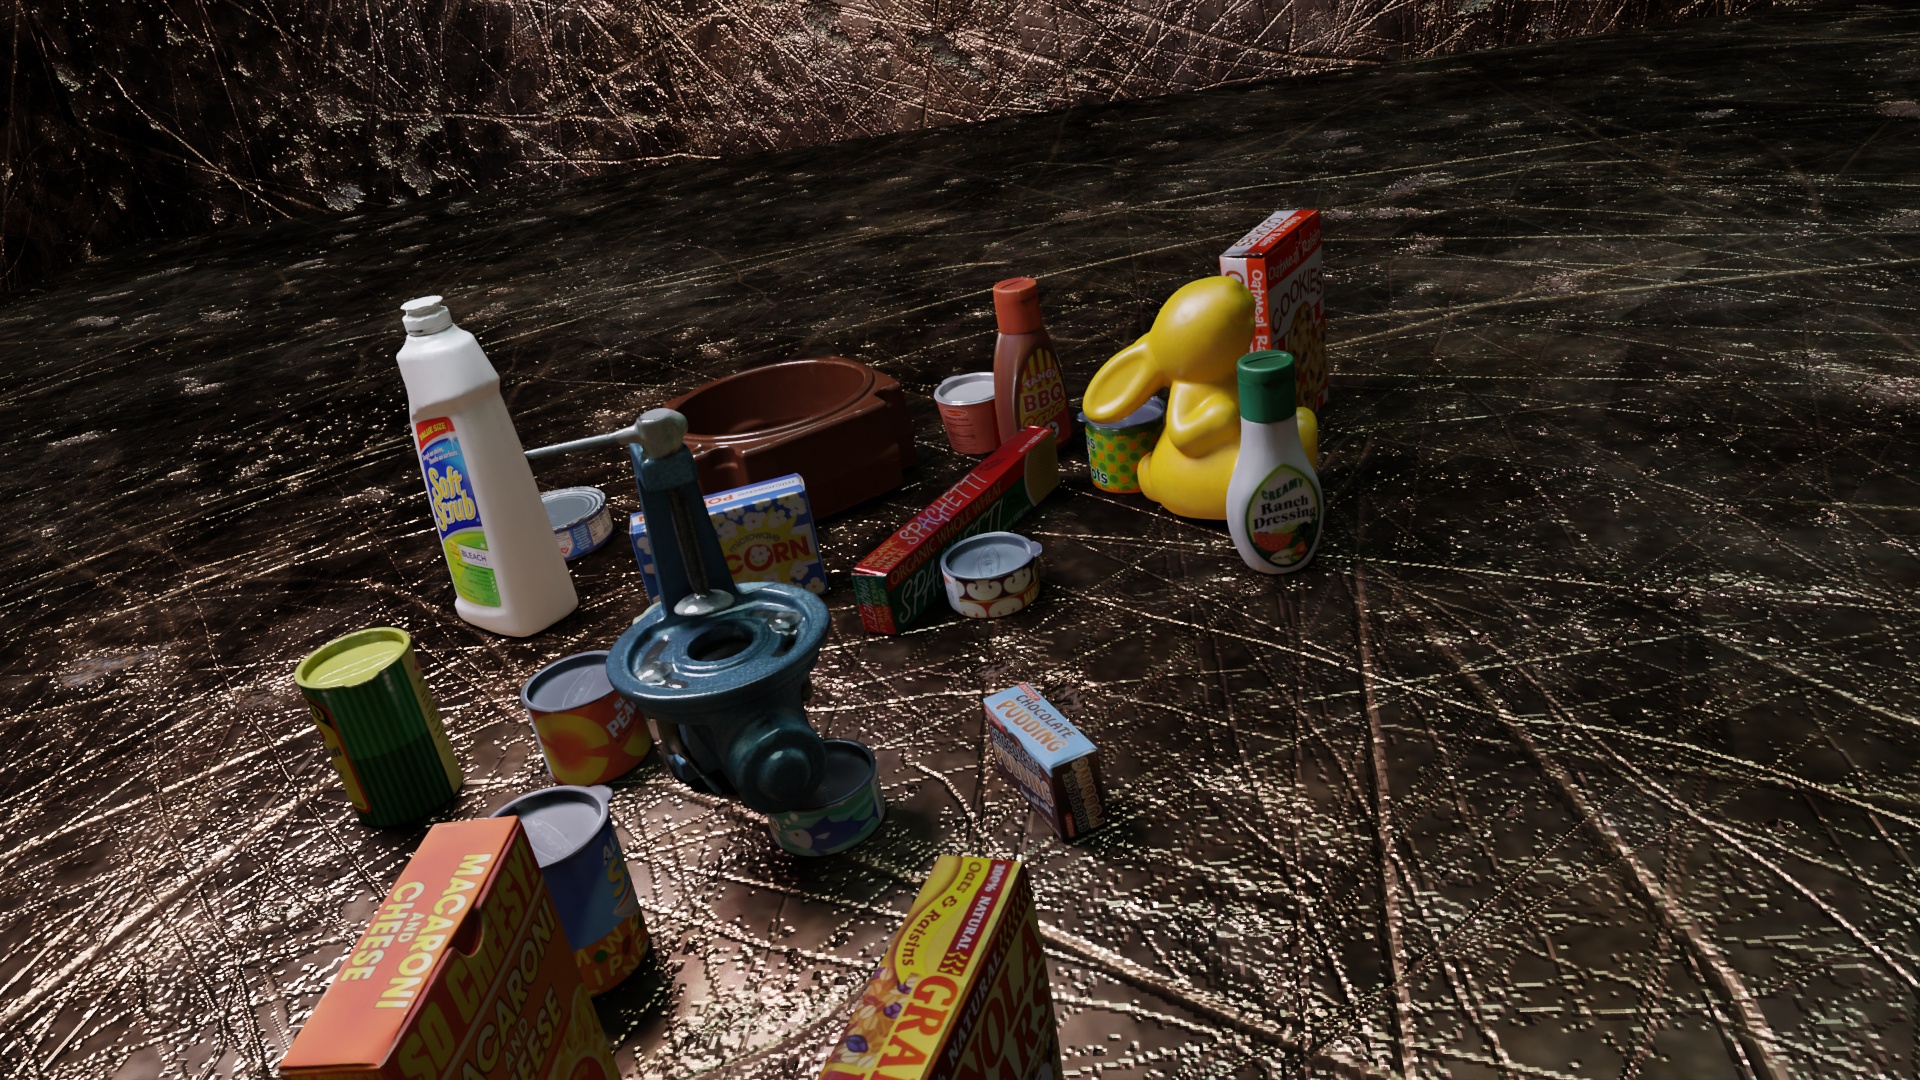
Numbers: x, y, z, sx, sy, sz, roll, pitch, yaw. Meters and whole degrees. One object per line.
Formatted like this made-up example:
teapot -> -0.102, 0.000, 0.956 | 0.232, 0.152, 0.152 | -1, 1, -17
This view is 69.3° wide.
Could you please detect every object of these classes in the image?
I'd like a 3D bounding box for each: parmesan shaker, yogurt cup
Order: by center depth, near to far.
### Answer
parmesan shaker -> -0.349, 0.114, 0.838 | 0.071, 0.102, 0.071 | -8, 26, 4
yogurt cup -> 0.015, -0.110, 1.215 | 0.072, 0.053, 0.073 | -8, 26, 4

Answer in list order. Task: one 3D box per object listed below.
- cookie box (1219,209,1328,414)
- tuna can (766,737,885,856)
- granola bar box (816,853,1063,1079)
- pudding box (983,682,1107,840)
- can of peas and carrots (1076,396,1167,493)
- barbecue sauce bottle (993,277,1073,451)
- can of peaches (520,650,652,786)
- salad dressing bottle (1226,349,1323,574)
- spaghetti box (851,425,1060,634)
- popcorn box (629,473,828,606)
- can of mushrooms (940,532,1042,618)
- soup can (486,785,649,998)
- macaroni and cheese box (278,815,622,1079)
cookie box -> 0.256, -0.168, 1.116 | 0.040, 0.166, 0.123 | 7, 31, 32
tuna can -> -0.078, 0.142, 0.765 | 0.071, 0.032, 0.071 | -8, 26, 4
granola bar box -> -0.009, 0.213, 0.493 | 0.039, 0.123, 0.166 | 1, 28, 22
pudding box -> 0.045, 0.117, 0.750 | 0.030, 0.049, 0.084 | -19, 27, -18
can of peas and carrots -> 0.131, -0.076, 1.099 | 0.071, 0.058, 0.071 | -8, 26, 4
barbecue sauce bottle -> 0.055, -0.143, 1.160 | 0.065, 0.148, 0.044 | -26, 30, -29
can of peaches -> -0.227, 0.109, 0.855 | 0.071, 0.057, 0.071 | -8, 26, 4
salad dressing bottle -> 0.206, -0.051, 0.921 | 0.064, 0.147, 0.044 | -13, 26, -5
spaghetti box -> 0.004, -0.013, 1.028 | 0.028, 0.050, 0.251 | 7, 31, 31
popcorn box -> -0.166, 0.009, 1.004 | 0.127, 0.085, 0.038 | -15, 26, -9
can of mushrooms -> 0.024, 0.024, 0.965 | 0.071, 0.033, 0.071 | -8, 26, 4
soup can -> -0.193, 0.173, 0.686 | 0.071, 0.083, 0.071 | -8, 26, 4
macaroni and cheese box -> -0.176, 0.207, 0.517 | 0.040, 0.165, 0.124 | -7, 26, 8
